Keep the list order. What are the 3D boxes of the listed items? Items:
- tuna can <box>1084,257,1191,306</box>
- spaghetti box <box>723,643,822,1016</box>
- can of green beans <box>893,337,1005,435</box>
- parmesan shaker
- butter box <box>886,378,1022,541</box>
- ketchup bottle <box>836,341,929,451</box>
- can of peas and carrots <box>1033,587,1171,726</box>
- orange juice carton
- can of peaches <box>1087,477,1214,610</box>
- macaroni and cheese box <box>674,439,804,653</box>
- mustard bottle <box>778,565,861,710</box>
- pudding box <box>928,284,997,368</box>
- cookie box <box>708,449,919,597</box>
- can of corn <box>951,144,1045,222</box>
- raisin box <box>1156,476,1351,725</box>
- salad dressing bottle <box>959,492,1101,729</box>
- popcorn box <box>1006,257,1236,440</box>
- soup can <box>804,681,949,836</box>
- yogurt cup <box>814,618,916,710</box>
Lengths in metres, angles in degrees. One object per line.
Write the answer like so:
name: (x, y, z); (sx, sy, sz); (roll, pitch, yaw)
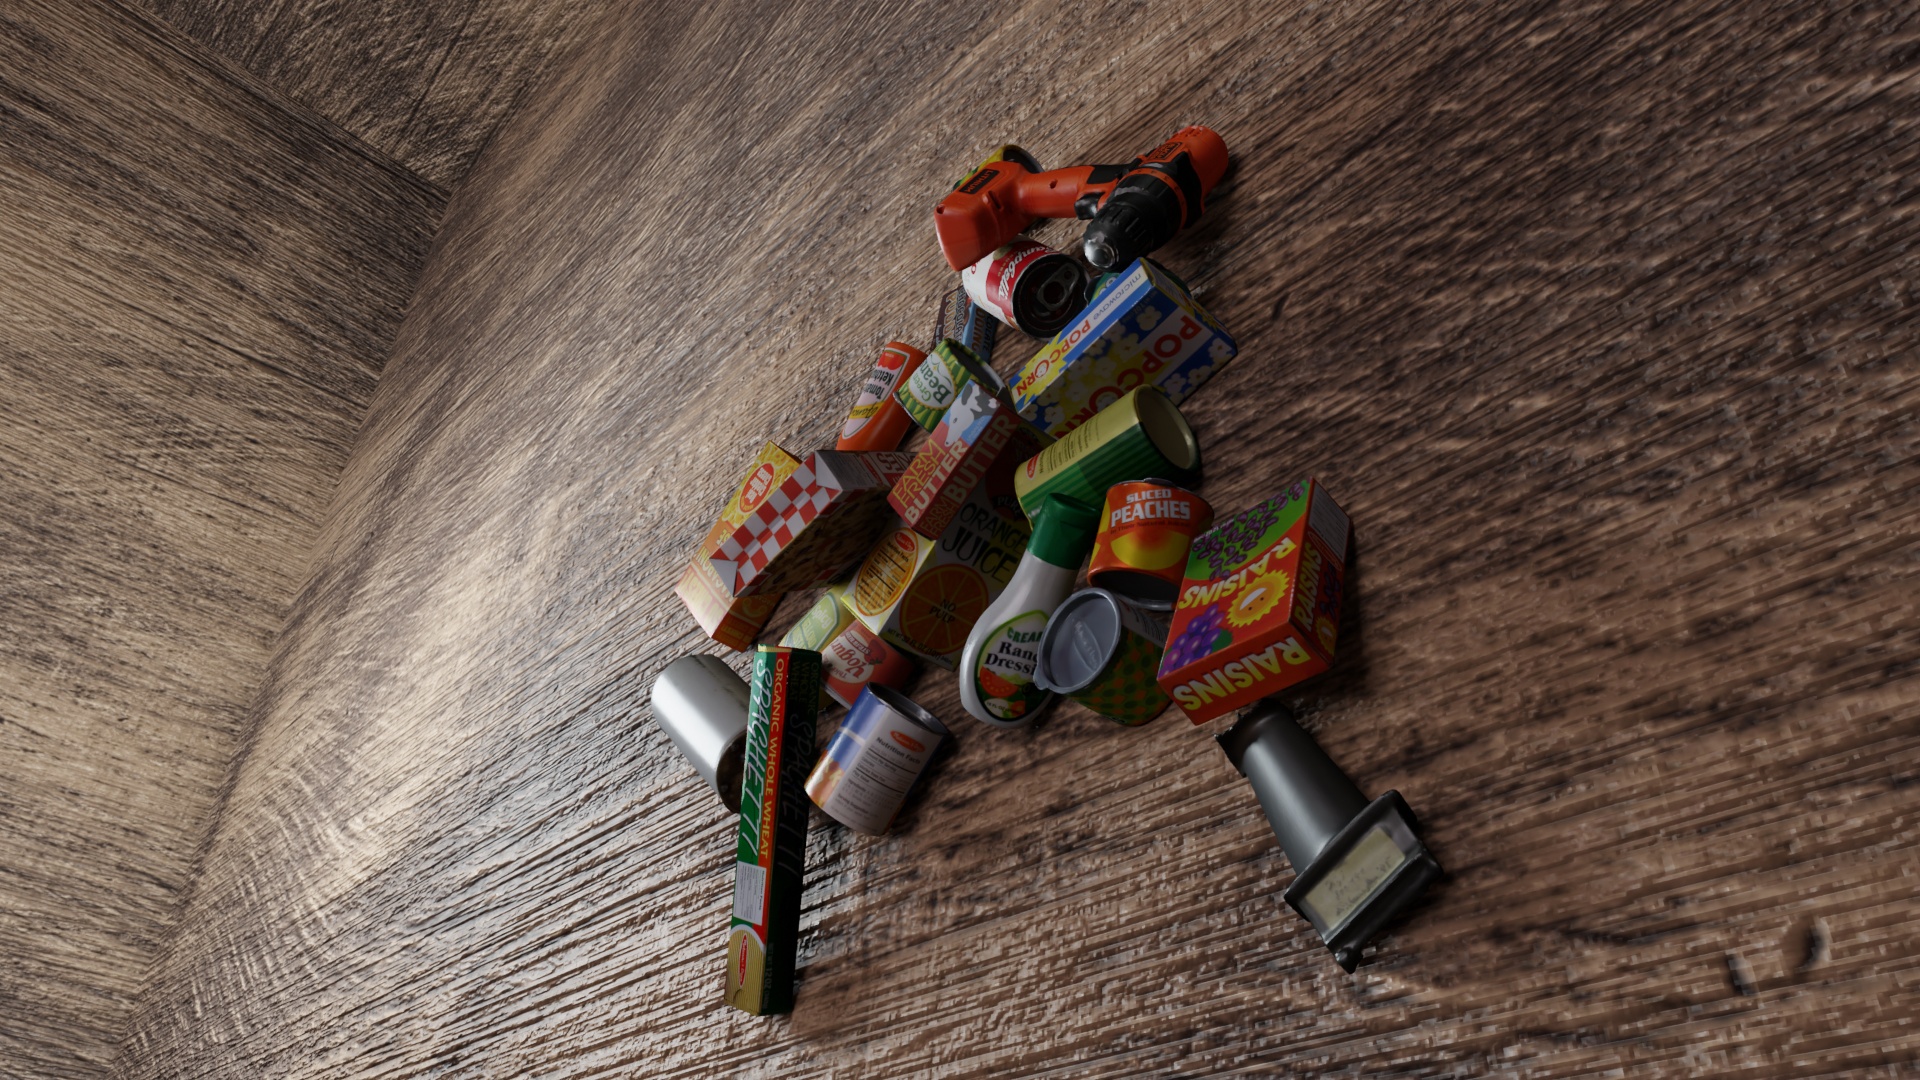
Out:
tuna can: (0.120, -0.157, 0.943); (0.071, 0.071, 0.033); (-52, 34, 11)
spaghetti box: (-0.131, 0.198, 0.968); (0.050, 0.029, 0.250); (-5, 78, 51)
can of green beans: (-0.006, -0.116, 1.085); (0.057, 0.071, 0.071); (-47, 35, 19)
parmesan shaker: (0.094, -0.045, 0.892); (0.102, 0.071, 0.072); (-33, 41, 34)
butter box: (-0.005, -0.054, 0.936); (0.103, 0.024, 0.053); (-55, 33, 7)
ketchup bottle: (-0.072, -0.095, 1.179); (0.149, 0.043, 0.065); (-61, 32, -2)
can of peas and carrots: (0.087, 0.071, 0.816); (0.070, 0.058, 0.071); (-34, 41, 35)
orange juice carton: (0.004, -0.012, 0.983); (0.192, 0.072, 0.073); (-58, 33, 3)
can of peaches: (0.113, 0.003, 0.826); (0.071, 0.071, 0.058); (-10, 58, 50)
macaroni and cheese box: (-0.182, 0.004, 1.251); (0.166, 0.040, 0.124); (-57, 33, 2)
mustard bottle: (-0.082, 0.059, 1.062); (0.160, 0.049, 0.065); (-49, 37, 16)
pudding box: (0.003, -0.172, 1.150); (0.049, 0.030, 0.084); (-18, 51, 45)
cookie box: (-0.086, -0.013, 1.029); (0.122, 0.168, 0.040); (-43, 72, 24)
can of corn: (0.036, -0.288, 1.165); (0.058, 0.071, 0.071); (-30, 43, 37)
raisin box: (0.157, 0.031, 0.737); (0.086, 0.040, 0.124); (-30, 21, 36)
salad dressing bottle: (0.045, 0.044, 0.868); (0.044, 0.064, 0.147); (-108, 37, -74)
popcorn box: (0.106, -0.114, 0.915); (0.126, 0.085, 0.038); (-42, 37, 25)
soup can: (-0.058, 0.147, 0.945); (0.083, 0.071, 0.071); (-58, 33, 3)
yogurt cup: (-0.069, 0.093, 1.007); (0.054, 0.072, 0.072); (-50, 33, 0)
